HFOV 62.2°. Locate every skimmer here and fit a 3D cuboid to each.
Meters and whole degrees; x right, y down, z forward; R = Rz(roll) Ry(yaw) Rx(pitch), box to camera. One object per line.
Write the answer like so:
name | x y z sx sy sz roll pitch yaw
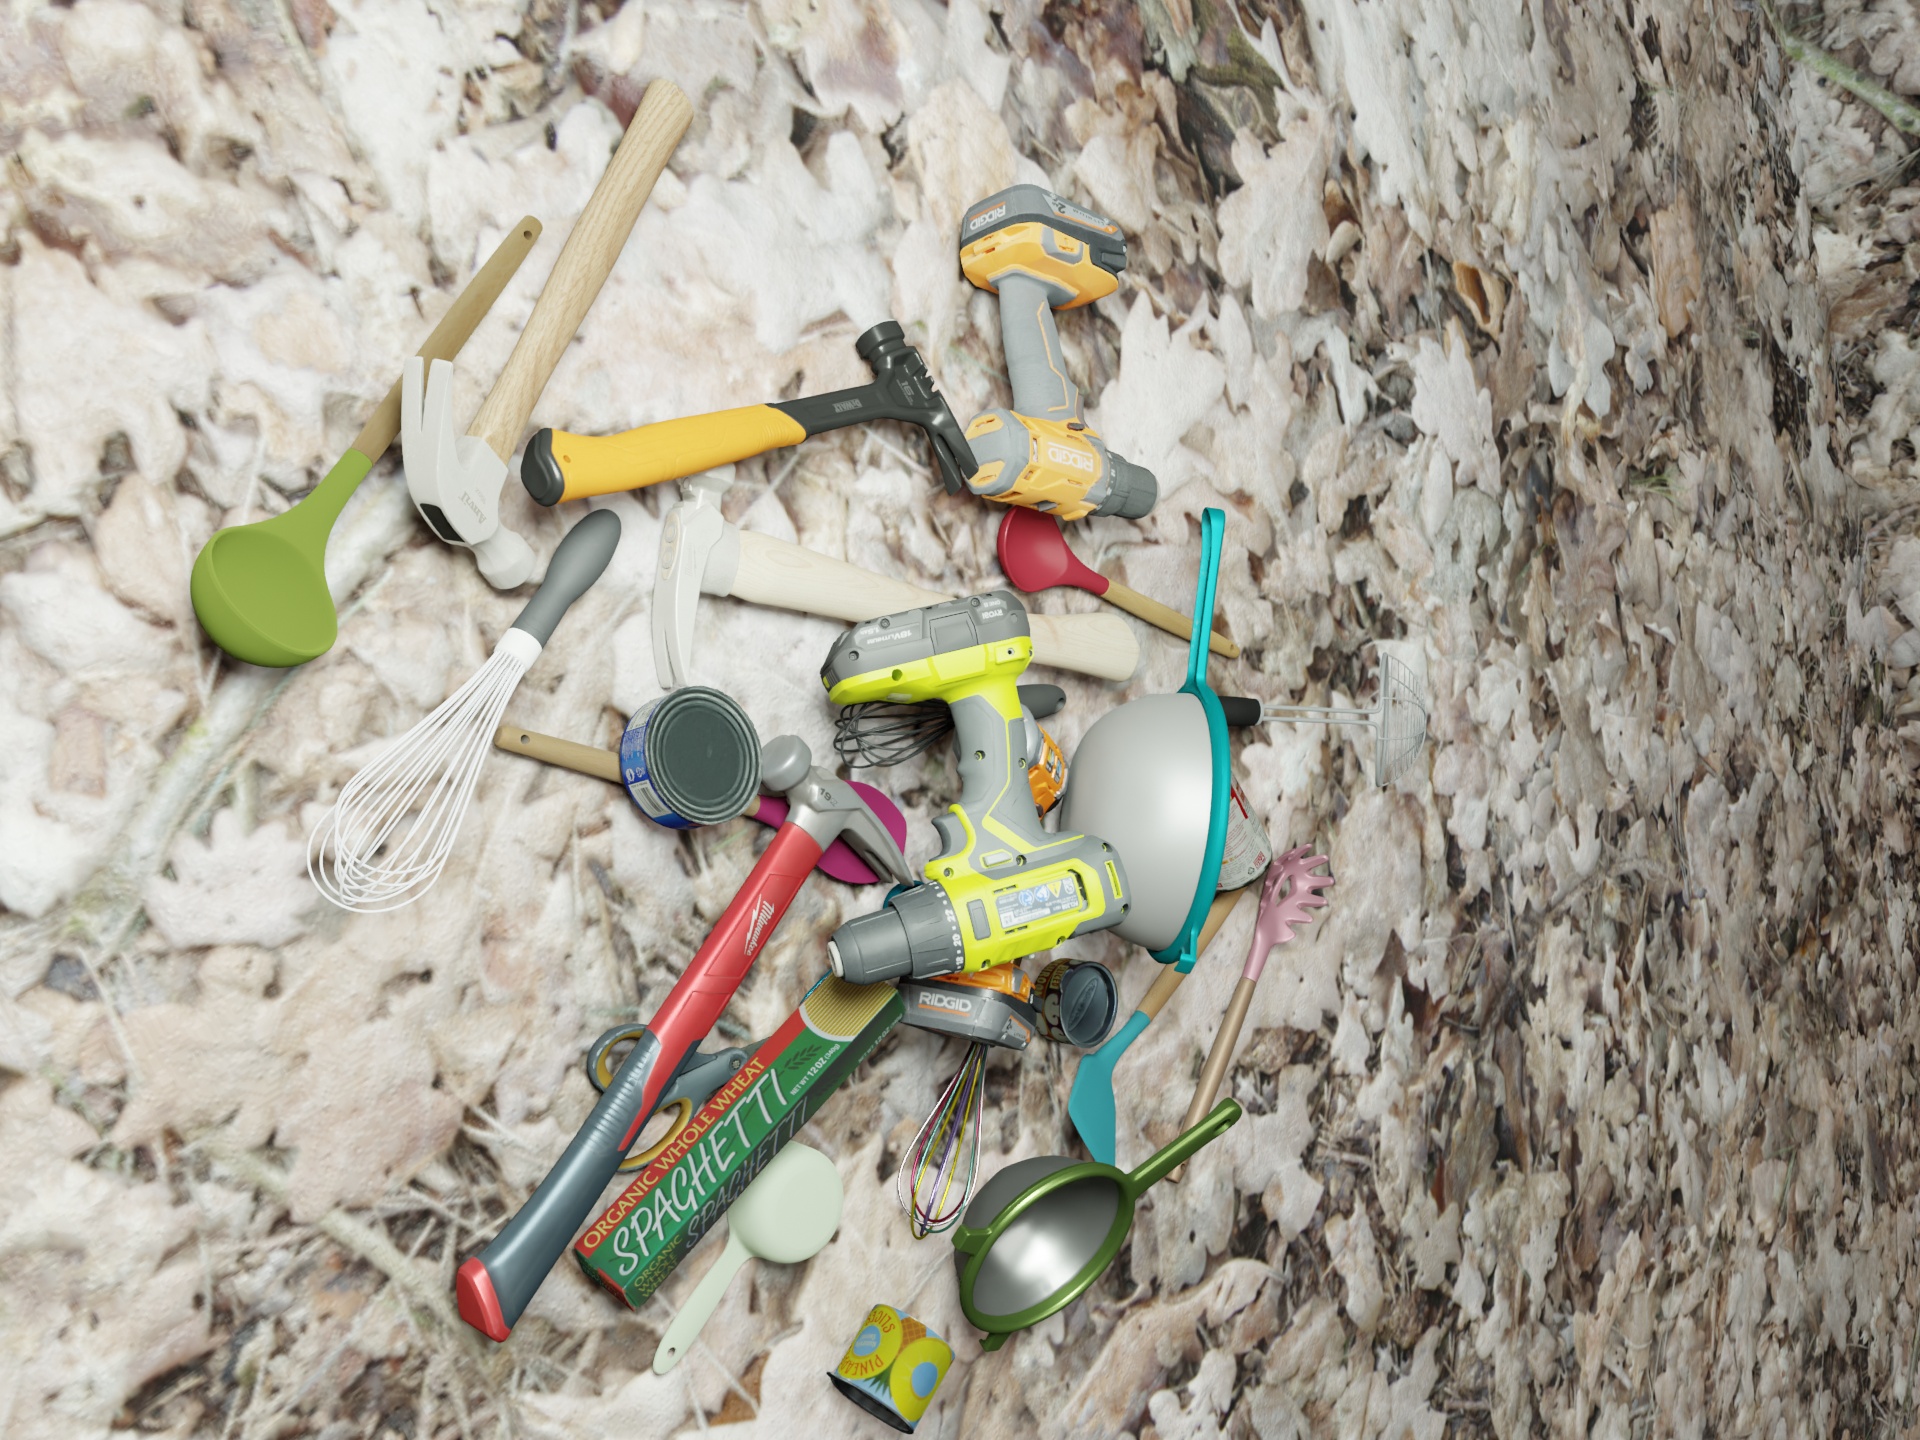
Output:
skimmer | 0.289 -0.005 1.422 0.363 0.090 0.127 2 91 -33

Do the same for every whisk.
whisk | -0.264 -0.014 0.892 0.070 0.070 0.285 47 55 -31
whisk | 0.009 0.252 1.147 0.047 0.051 0.245 33 64 -31
whisk | -0.001 -0.002 1.143 0.239 0.055 0.055 -10 96 -47

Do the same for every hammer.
hammer | -0.230 -0.247 0.923 0.129 0.031 0.331 63 41 -57
hammer | -0.164 0.199 0.967 0.143 0.038 0.386 51 58 -32
hammer | -0.124 -0.174 0.989 0.337 0.034 0.127 -24 83 -47
hammer | -0.027 -0.065 1.112 0.410 0.038 0.146 11 83 -39

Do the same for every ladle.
ladle | 0.132 -0.101 1.279 0.315 0.031 0.069 21 82 -43
ladle | -0.304 -0.163 0.858 0.078 0.062 0.320 45 58 -35

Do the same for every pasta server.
pasta server | 0.243 0.248 1.367 0.060 0.040 0.316 36 66 -23

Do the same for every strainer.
strainer | 0.132 0.008 1.179 0.095 0.211 0.340 7 93 -7
strainer | 0.091 0.338 1.167 0.256 0.069 0.151 -30 132 -21

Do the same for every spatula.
spatula | 0.171 0.226 1.296 0.317 0.044 0.082 -47 119 -34

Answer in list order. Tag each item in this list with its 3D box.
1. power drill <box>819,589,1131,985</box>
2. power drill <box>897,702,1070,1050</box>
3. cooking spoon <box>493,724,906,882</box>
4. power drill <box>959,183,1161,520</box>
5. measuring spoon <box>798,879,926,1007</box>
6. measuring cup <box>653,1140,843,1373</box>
power drill | -0.011 0.047 1.006 0.190 0.080 0.228 -14 85 -15
power drill | 0.027 0.112 1.125 0.164 0.084 0.226 46 53 -68
cooking spoon | -0.153 0.048 1.017 0.318 0.017 0.069 20 73 -41
power drill | 0.080 -0.260 1.184 0.185 0.084 0.226 7 78 -44
measuring spoon | -0.070 0.156 1.097 0.128 0.021 0.042 -41 130 -26
measuring cup | -0.134 0.345 1.013 0.168 0.038 0.083 -52 122 -33
